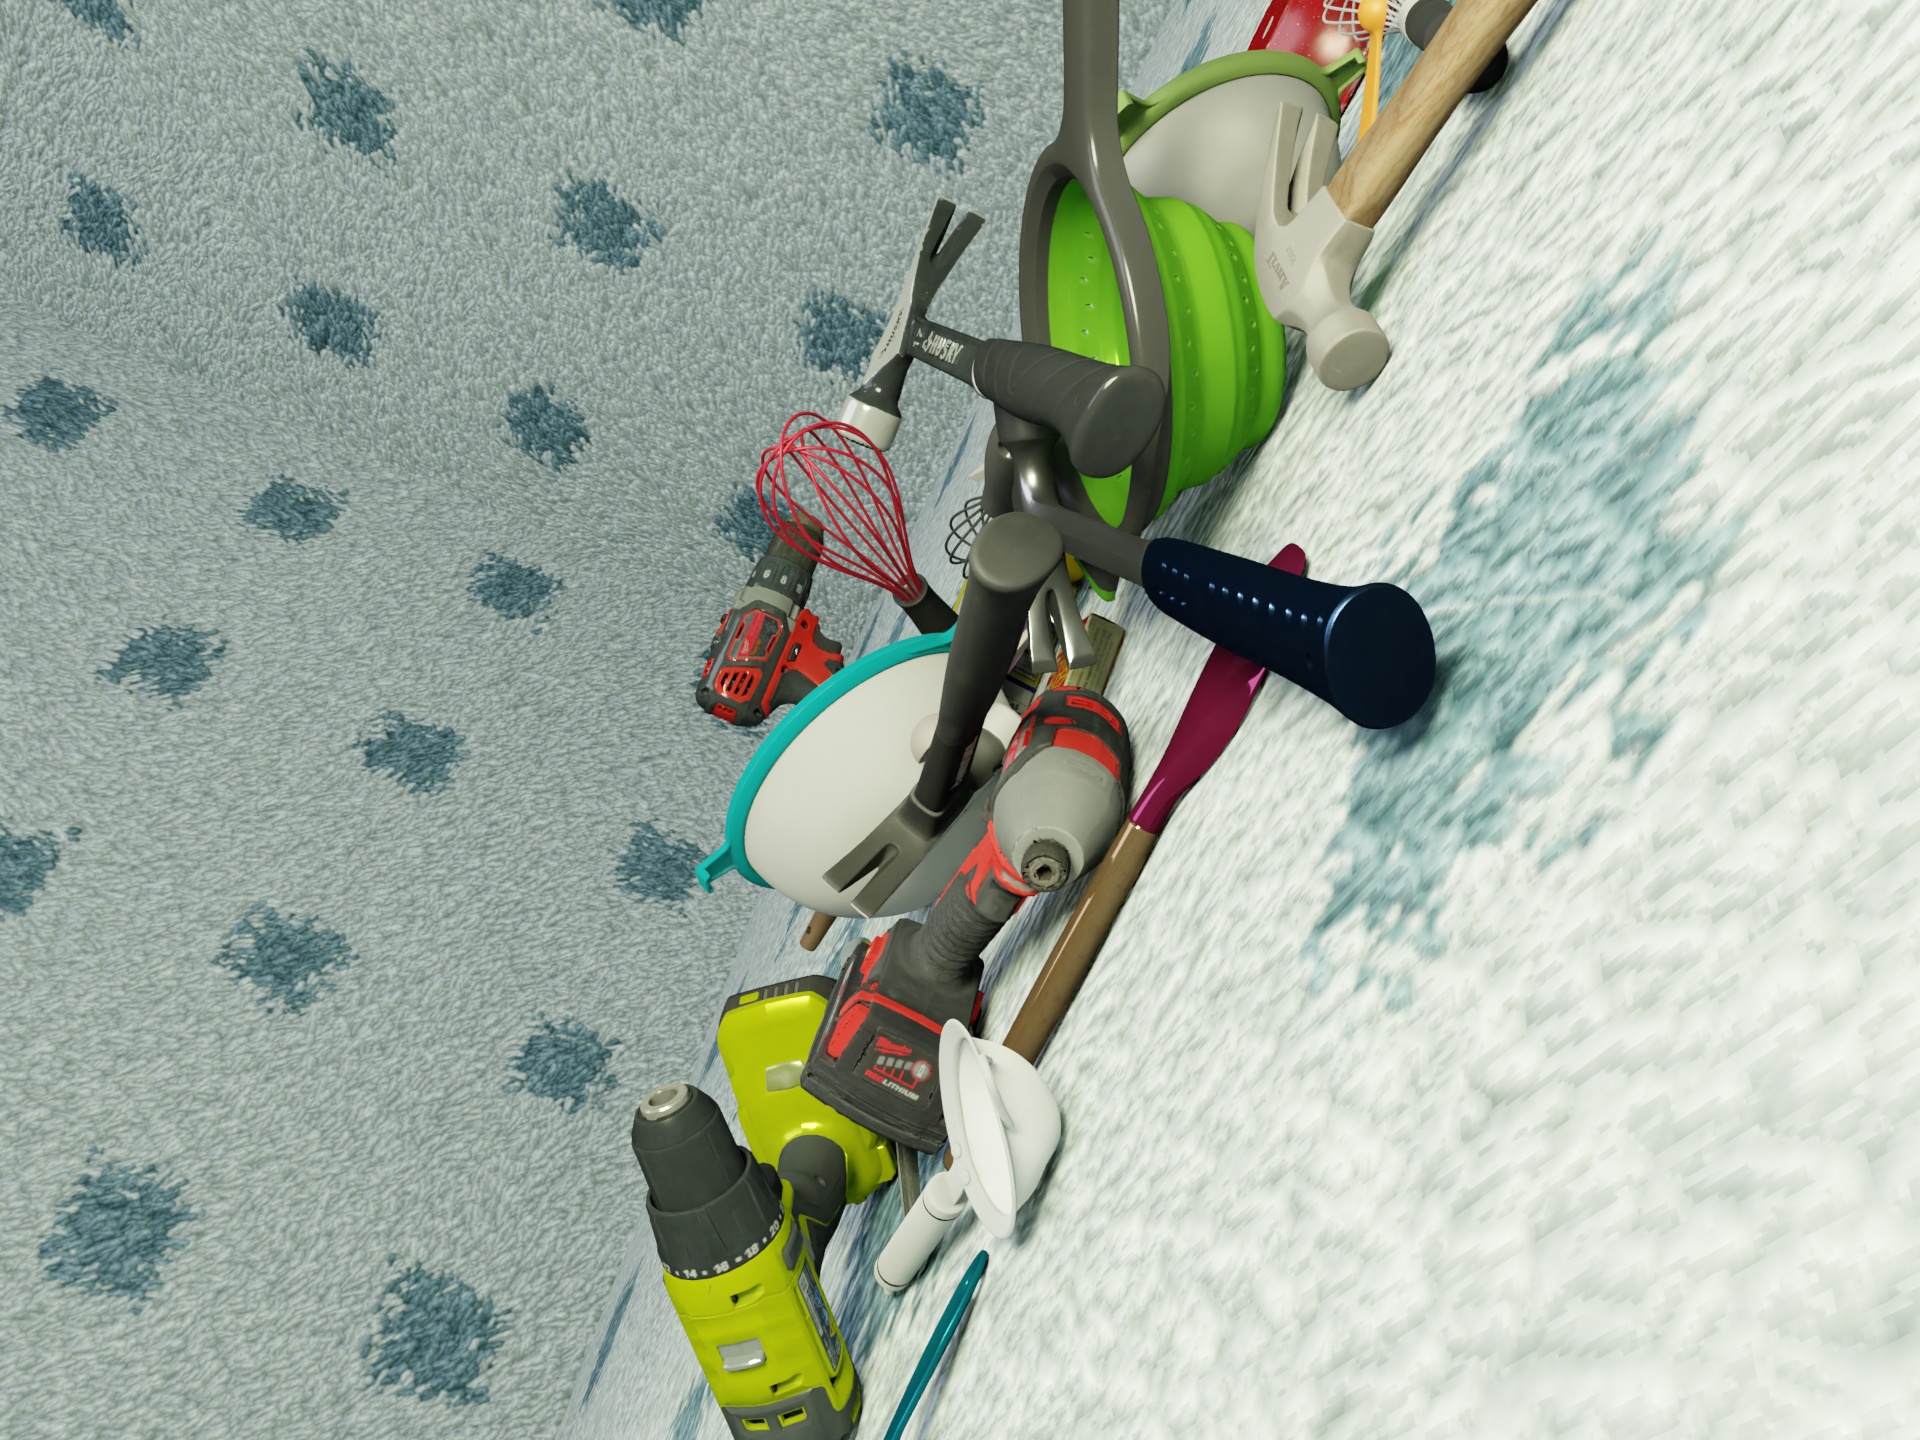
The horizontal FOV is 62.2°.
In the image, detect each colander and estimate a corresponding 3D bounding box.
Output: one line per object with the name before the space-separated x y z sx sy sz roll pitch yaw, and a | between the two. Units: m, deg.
colander | 0.095 -0.249 0.737 0.205 0.094 0.396 -112 15 -51

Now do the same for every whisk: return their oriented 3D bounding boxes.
whisk | -0.038 -0.087 0.947 0.295 0.073 0.073 47 -121 -56
whisk | 0.214 -0.341 0.761 0.285 0.070 0.070 -87 21 -56
whisk | 0.021 -0.132 0.944 0.239 0.055 0.055 107 -175 -77

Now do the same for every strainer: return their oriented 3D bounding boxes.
strainer | 0.002 0.007 0.964 0.211 0.095 0.340 5 -52 -54
strainer | -0.003 0.199 0.683 0.258 0.050 0.087 114 144 -50
strainer | 0.138 -0.246 0.888 0.256 0.151 0.069 101 150 -60

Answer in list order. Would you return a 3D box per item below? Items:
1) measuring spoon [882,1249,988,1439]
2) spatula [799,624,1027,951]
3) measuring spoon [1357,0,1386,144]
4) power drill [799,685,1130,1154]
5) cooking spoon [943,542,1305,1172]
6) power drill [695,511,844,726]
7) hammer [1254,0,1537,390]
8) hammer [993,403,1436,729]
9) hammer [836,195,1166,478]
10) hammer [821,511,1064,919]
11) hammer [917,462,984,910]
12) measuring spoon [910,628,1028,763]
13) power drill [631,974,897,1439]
measuring spoon | -0.012 0.274 0.633 0.129 0.021 0.042 -60 3 -27
spatula | -0.029 0.031 1.104 0.316 0.018 0.060 -58 43 12
measuring spoon | 0.187 -0.279 0.745 0.021 0.011 0.116 -98 6 -63
power drill | 0.009 0.097 0.771 0.219 0.078 0.143 -59 6 26
cooking spoon | 0.066 0.067 0.683 0.069 0.017 0.319 -92 28 -74
power drill | -0.087 -0.055 1.321 0.080 0.226 0.188 136 156 -71
hammer | 0.214 -0.290 0.596 0.331 0.031 0.130 -56 35 37
hammer | 0.079 -0.056 0.642 0.406 0.035 0.144 -132 33 -73
hammer | 0.014 -0.176 0.768 0.149 0.036 0.409 -67 20 11
hammer | -0.001 -0.002 0.747 0.146 0.035 0.334 -48 -9 -20
hammer | 0.007 -0.046 1.249 0.146 0.038 0.411 -14 52 54
measuring spoon | 0.012 -0.027 0.891 0.124 0.018 0.034 -49 -9 3
power drill | -0.096 0.226 0.804 0.229 0.080 0.190 -77 -30 -70
